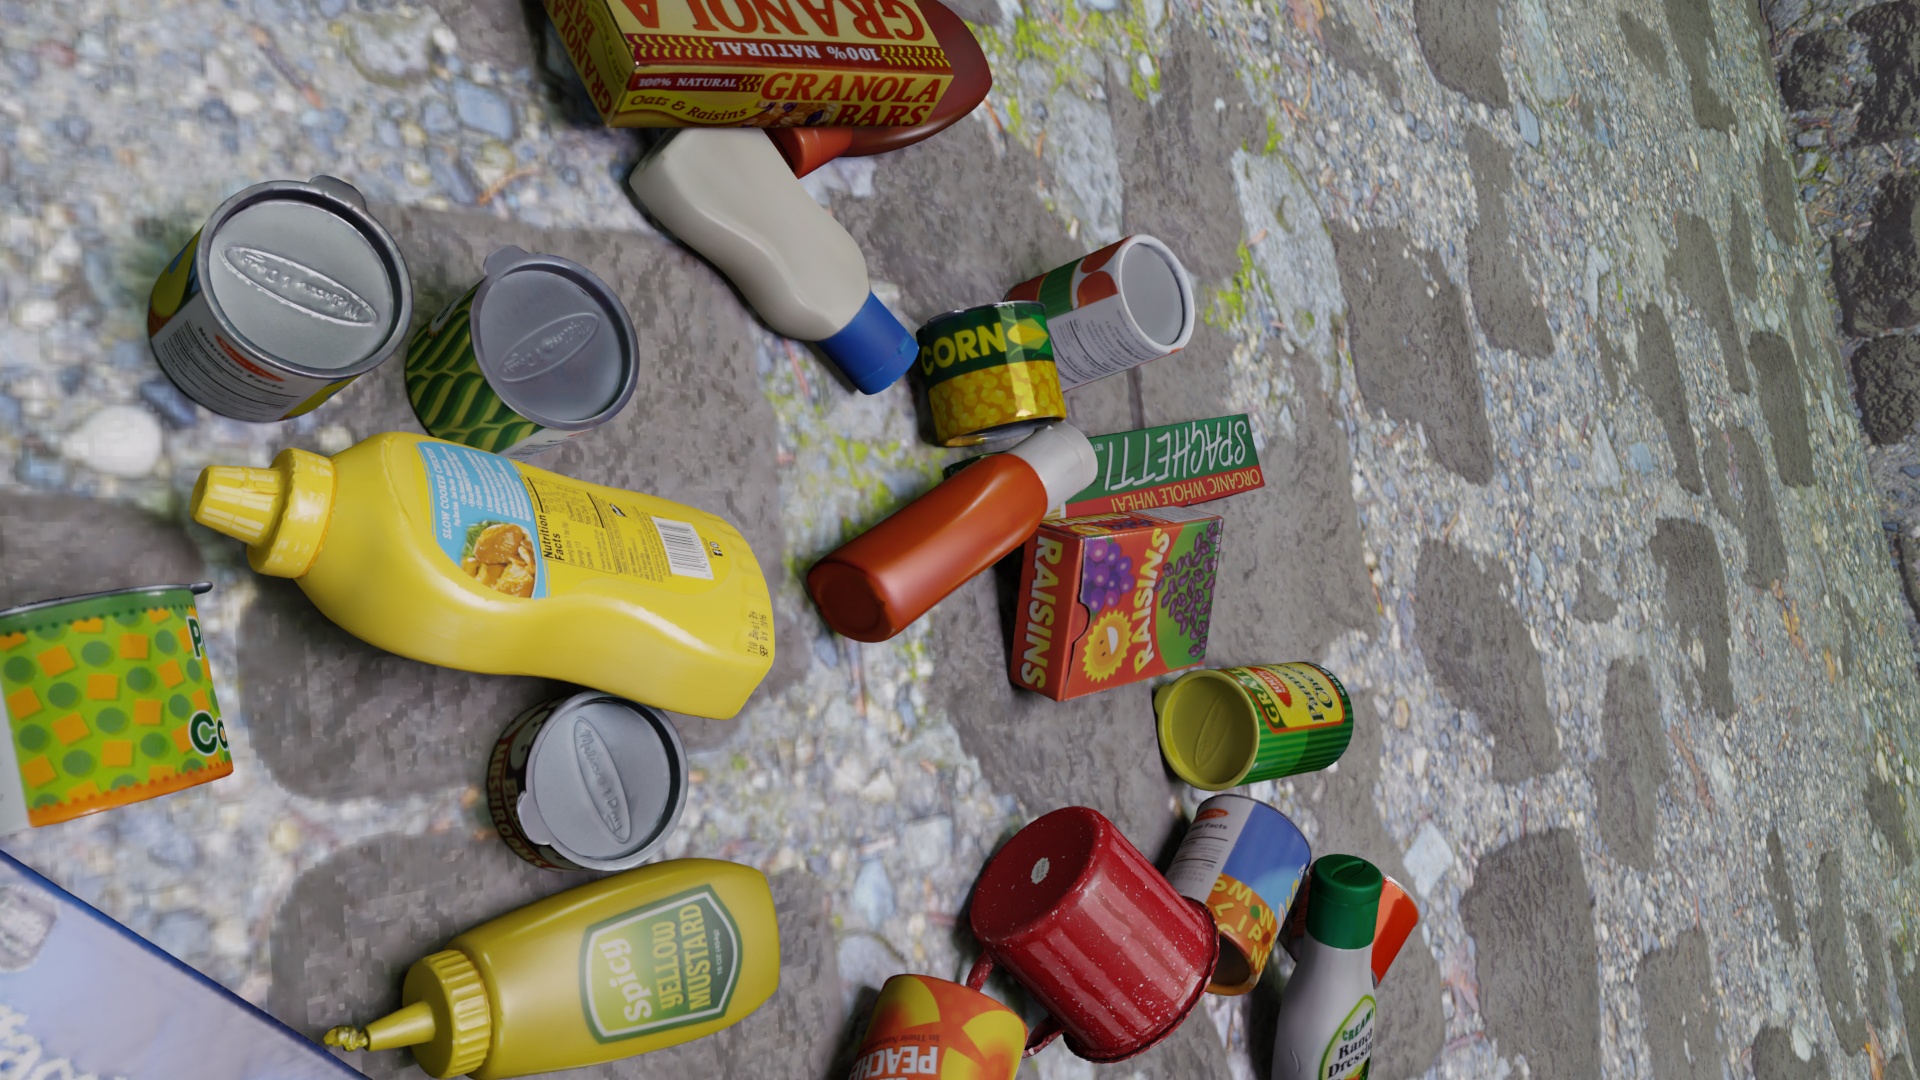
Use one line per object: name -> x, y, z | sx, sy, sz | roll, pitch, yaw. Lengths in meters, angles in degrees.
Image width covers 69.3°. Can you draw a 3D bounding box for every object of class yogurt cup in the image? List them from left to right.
yogurt cup -> 0.228, 0.227, 0.815 | 0.072, 0.072, 0.054 | 51, 57, -22

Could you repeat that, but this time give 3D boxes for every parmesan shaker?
parmesan shaker -> 0.168, 0.102, 0.792 | 0.103, 0.071, 0.071 | 1, 78, -45

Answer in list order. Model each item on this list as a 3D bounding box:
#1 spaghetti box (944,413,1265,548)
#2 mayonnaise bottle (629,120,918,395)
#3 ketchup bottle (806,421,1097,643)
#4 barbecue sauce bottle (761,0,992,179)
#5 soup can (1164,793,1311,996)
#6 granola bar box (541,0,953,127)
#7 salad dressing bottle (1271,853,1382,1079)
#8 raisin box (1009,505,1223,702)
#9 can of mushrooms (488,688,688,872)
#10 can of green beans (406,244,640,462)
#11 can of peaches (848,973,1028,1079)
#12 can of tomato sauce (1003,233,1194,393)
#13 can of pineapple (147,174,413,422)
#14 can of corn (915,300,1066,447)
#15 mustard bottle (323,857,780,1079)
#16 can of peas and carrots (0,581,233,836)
spaghetti box -> 0.091, -0.035, 0.780 | 0.251, 0.028, 0.050 | -13, 88, -45
mayonnaise bottle -> -0.079, -0.129, 0.632 | 0.148, 0.041, 0.065 | 47, 49, -26
ketchup bottle -> 0.002, -0.008, 0.642 | 0.149, 0.064, 0.043 | -35, 107, -32
barbecue sauce bottle -> -0.046, -0.220, 0.689 | 0.065, 0.043, 0.149 | 52, 48, -7
soup can -> 0.143, 0.190, 0.738 | 0.071, 0.071, 0.084 | 55, 48, -19
granola bar box -> -0.098, -0.240, 0.608 | 0.166, 0.039, 0.124 | -15, 69, -40
salad dressing bottle -> 0.203, 0.245, 0.758 | 0.064, 0.044, 0.147 | -12, 112, -39
raisin box -> 0.084, 0.030, 0.726 | 0.124, 0.040, 0.086 | -7, 108, -45
can of mushrooms -> -0.139, 0.090, 0.514 | 0.071, 0.033, 0.071 | 14, 69, -42
can of green beans -> -0.163, -0.066, 0.518 | 0.071, 0.057, 0.071 | 14, 69, -41
can of peaches -> -0.012, 0.220, 0.577 | 0.071, 0.071, 0.058 | 43, 51, -28
can of tomato sauce -> 0.074, -0.123, 0.750 | 0.071, 0.083, 0.071 | 14, 69, -42
can of pineapple -> -0.225, -0.079, 0.461 | 0.071, 0.057, 0.071 | 15, 68, -42
can of corn -> 0.014, -0.082, 0.691 | 0.071, 0.071, 0.058 | -8, 85, -46
mustard bottle -> -0.138, 0.154, 0.485 | 0.161, 0.048, 0.065 | -4, 83, -45
can of peas and carrots -> -0.247, 0.047, 0.396 | 0.071, 0.071, 0.058 | -12, 88, -46
